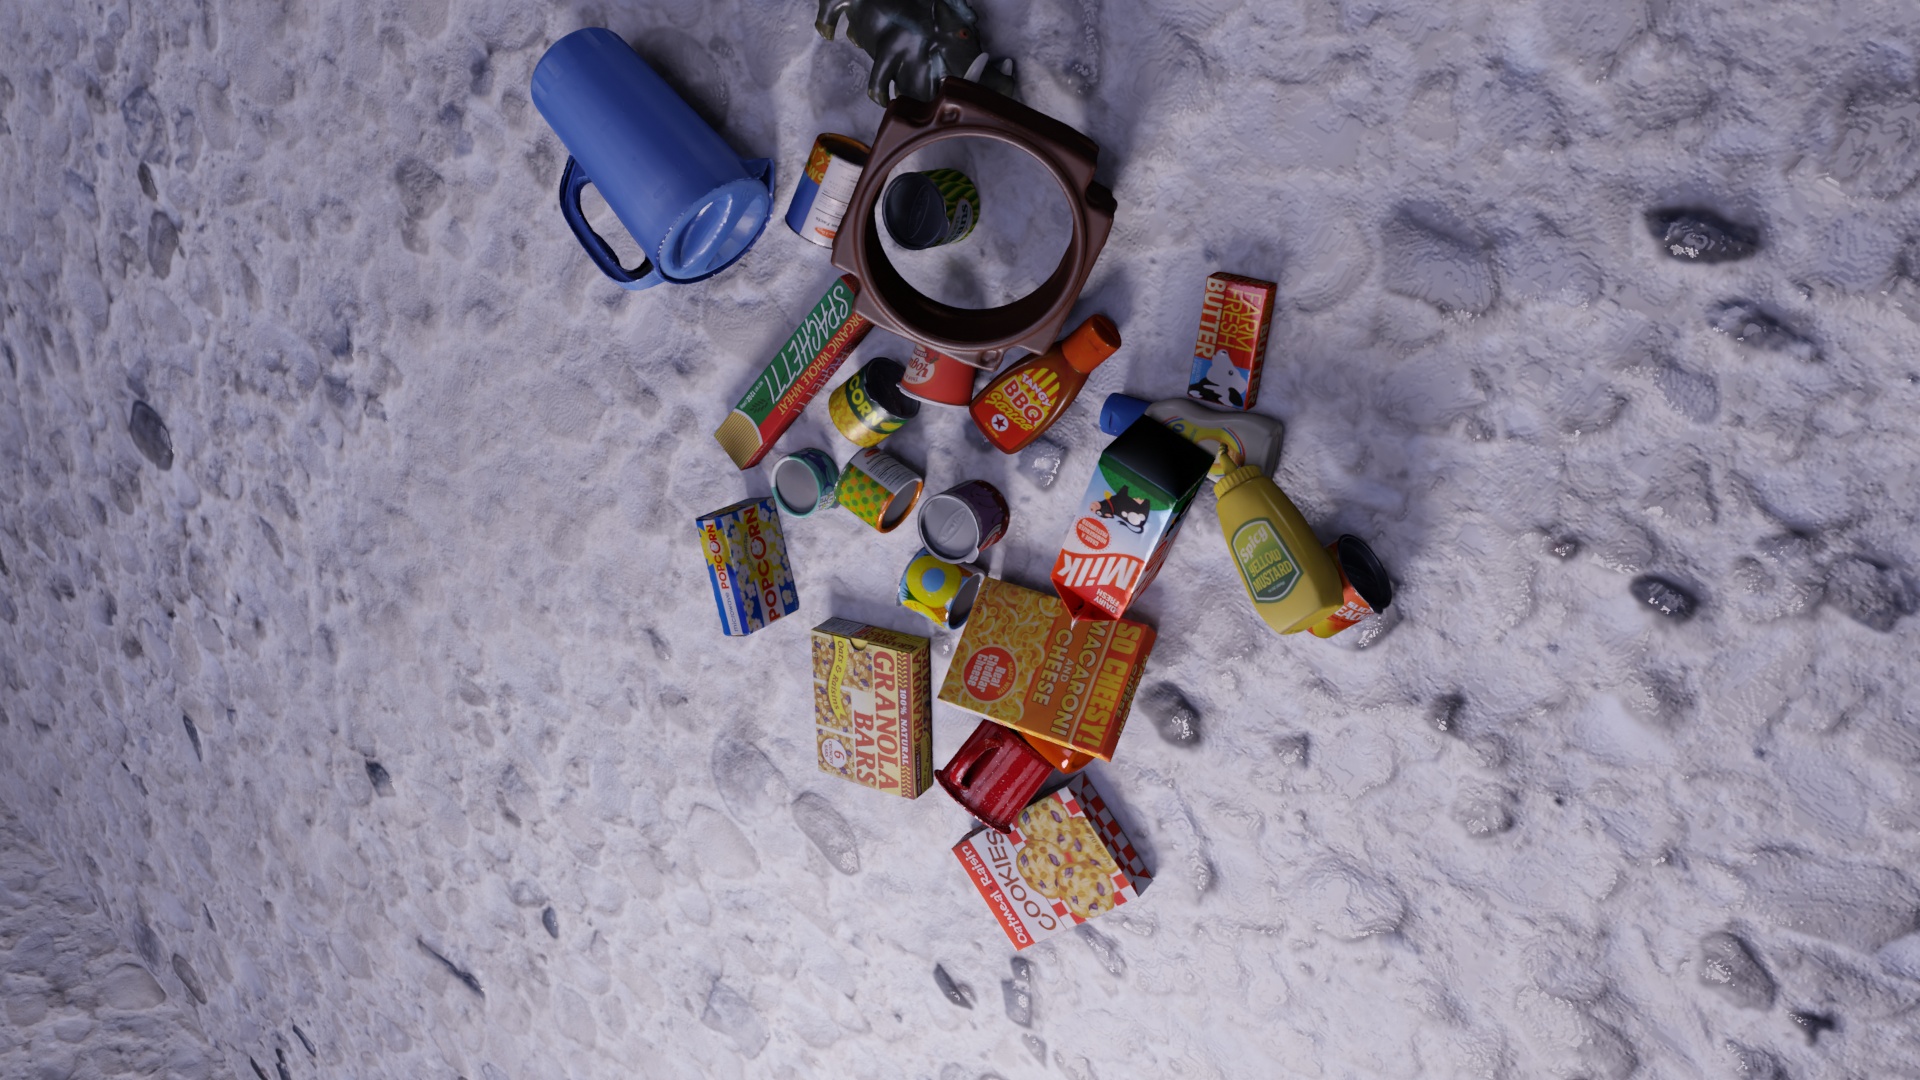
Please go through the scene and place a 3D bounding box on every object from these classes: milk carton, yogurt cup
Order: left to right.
[{"bbox_3d":[-0.016,-0.154,1.245,0.072,0.072,0.053,24,110,25],"label":"yogurt cup"},{"bbox_3d":[0.136,-0.004,1.163,0.073,0.073,0.189,34,136,15],"label":"milk carton"}]

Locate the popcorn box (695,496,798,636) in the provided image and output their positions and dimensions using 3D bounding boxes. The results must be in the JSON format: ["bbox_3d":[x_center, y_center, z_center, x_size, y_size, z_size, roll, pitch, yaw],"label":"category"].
[{"bbox_3d":[-0.217,0.026,1.424,0.038,0.085,0.126,-5,103,33],"label":"popcorn box"}]

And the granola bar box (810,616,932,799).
[{"bbox_3d":[-0.090,0.171,1.418,0.124,0.039,0.165,10,111,30],"label":"granola bar box"}]

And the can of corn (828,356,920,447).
[{"bbox_3d":[-0.082,-0.127,1.292,0.058,0.071,0.071,-34,86,37],"label":"can of corn"}]

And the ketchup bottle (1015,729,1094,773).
[{"bbox_3d":[0.065,0.153,1.298,0.149,0.065,0.043,39,124,26],"label":"ketchup bottle"}]

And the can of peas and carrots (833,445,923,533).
[{"bbox_3d":[-0.078,-0.047,1.320,0.059,0.071,0.070,35,122,18],"label":"can of peas and carrots"}]

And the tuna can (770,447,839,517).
[{"bbox_3d":[-0.154,-0.056,1.387,0.071,0.033,0.070,11,112,31],"label":"tuna can"}]

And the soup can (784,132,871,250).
[{"bbox_3d":[-0.114,-0.316,1.254,0.071,0.071,0.083,39,122,17],"label":"soup can"}]

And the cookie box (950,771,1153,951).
[{"bbox_3d":[0.086,0.314,1.350,0.166,0.040,0.123,-36,85,35],"label":"cookie box"}]

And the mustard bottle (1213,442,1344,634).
[{"bbox_3d":[0.235,-0.007,1.076,0.065,0.049,0.160,-40,66,36],"label":"mustard bottle"}]

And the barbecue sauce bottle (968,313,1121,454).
[{"bbox_3d":[0.076,-0.138,1.201,0.065,0.044,0.148,50,126,-3],"label":"barbecue sauce bottle"}]

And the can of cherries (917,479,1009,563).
[{"bbox_3d":[0.005,-0.016,1.280,0.071,0.058,0.071,11,111,30],"label":"can of cherries"}]

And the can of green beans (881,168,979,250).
[{"bbox_3d":[-0.025,-0.288,1.208,0.071,0.058,0.071,11,112,30],"label":"can of green beans"}]

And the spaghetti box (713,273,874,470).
[{"bbox_3d":[-0.160,-0.162,1.358,0.050,0.029,0.249,51,126,7],"label":"spaghetti box"}]

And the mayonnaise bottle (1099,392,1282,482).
[{"bbox_3d":[0.188,-0.086,1.146,0.148,0.041,0.064,19,120,26],"label":"mayonnaise bottle"}]

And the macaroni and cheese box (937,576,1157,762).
[{"bbox_3d":[0.078,0.114,1.250,0.166,0.040,0.124,16,77,28],"label":"macaroni and cheese box"}]

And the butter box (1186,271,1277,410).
[{"bbox_3d":[0.217,-0.160,1.112,0.053,0.024,0.103,19,115,28],"label":"butter box"}]

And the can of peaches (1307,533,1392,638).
[{"bbox_3d":[0.297,0.039,1.099,0.058,0.071,0.071,-36,85,37],"label":"can of peaches"}]

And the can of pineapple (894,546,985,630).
[{"bbox_3d":[-0.018,0.046,1.310,0.058,0.071,0.070,28,120,22],"label":"can of pineapple"}]
